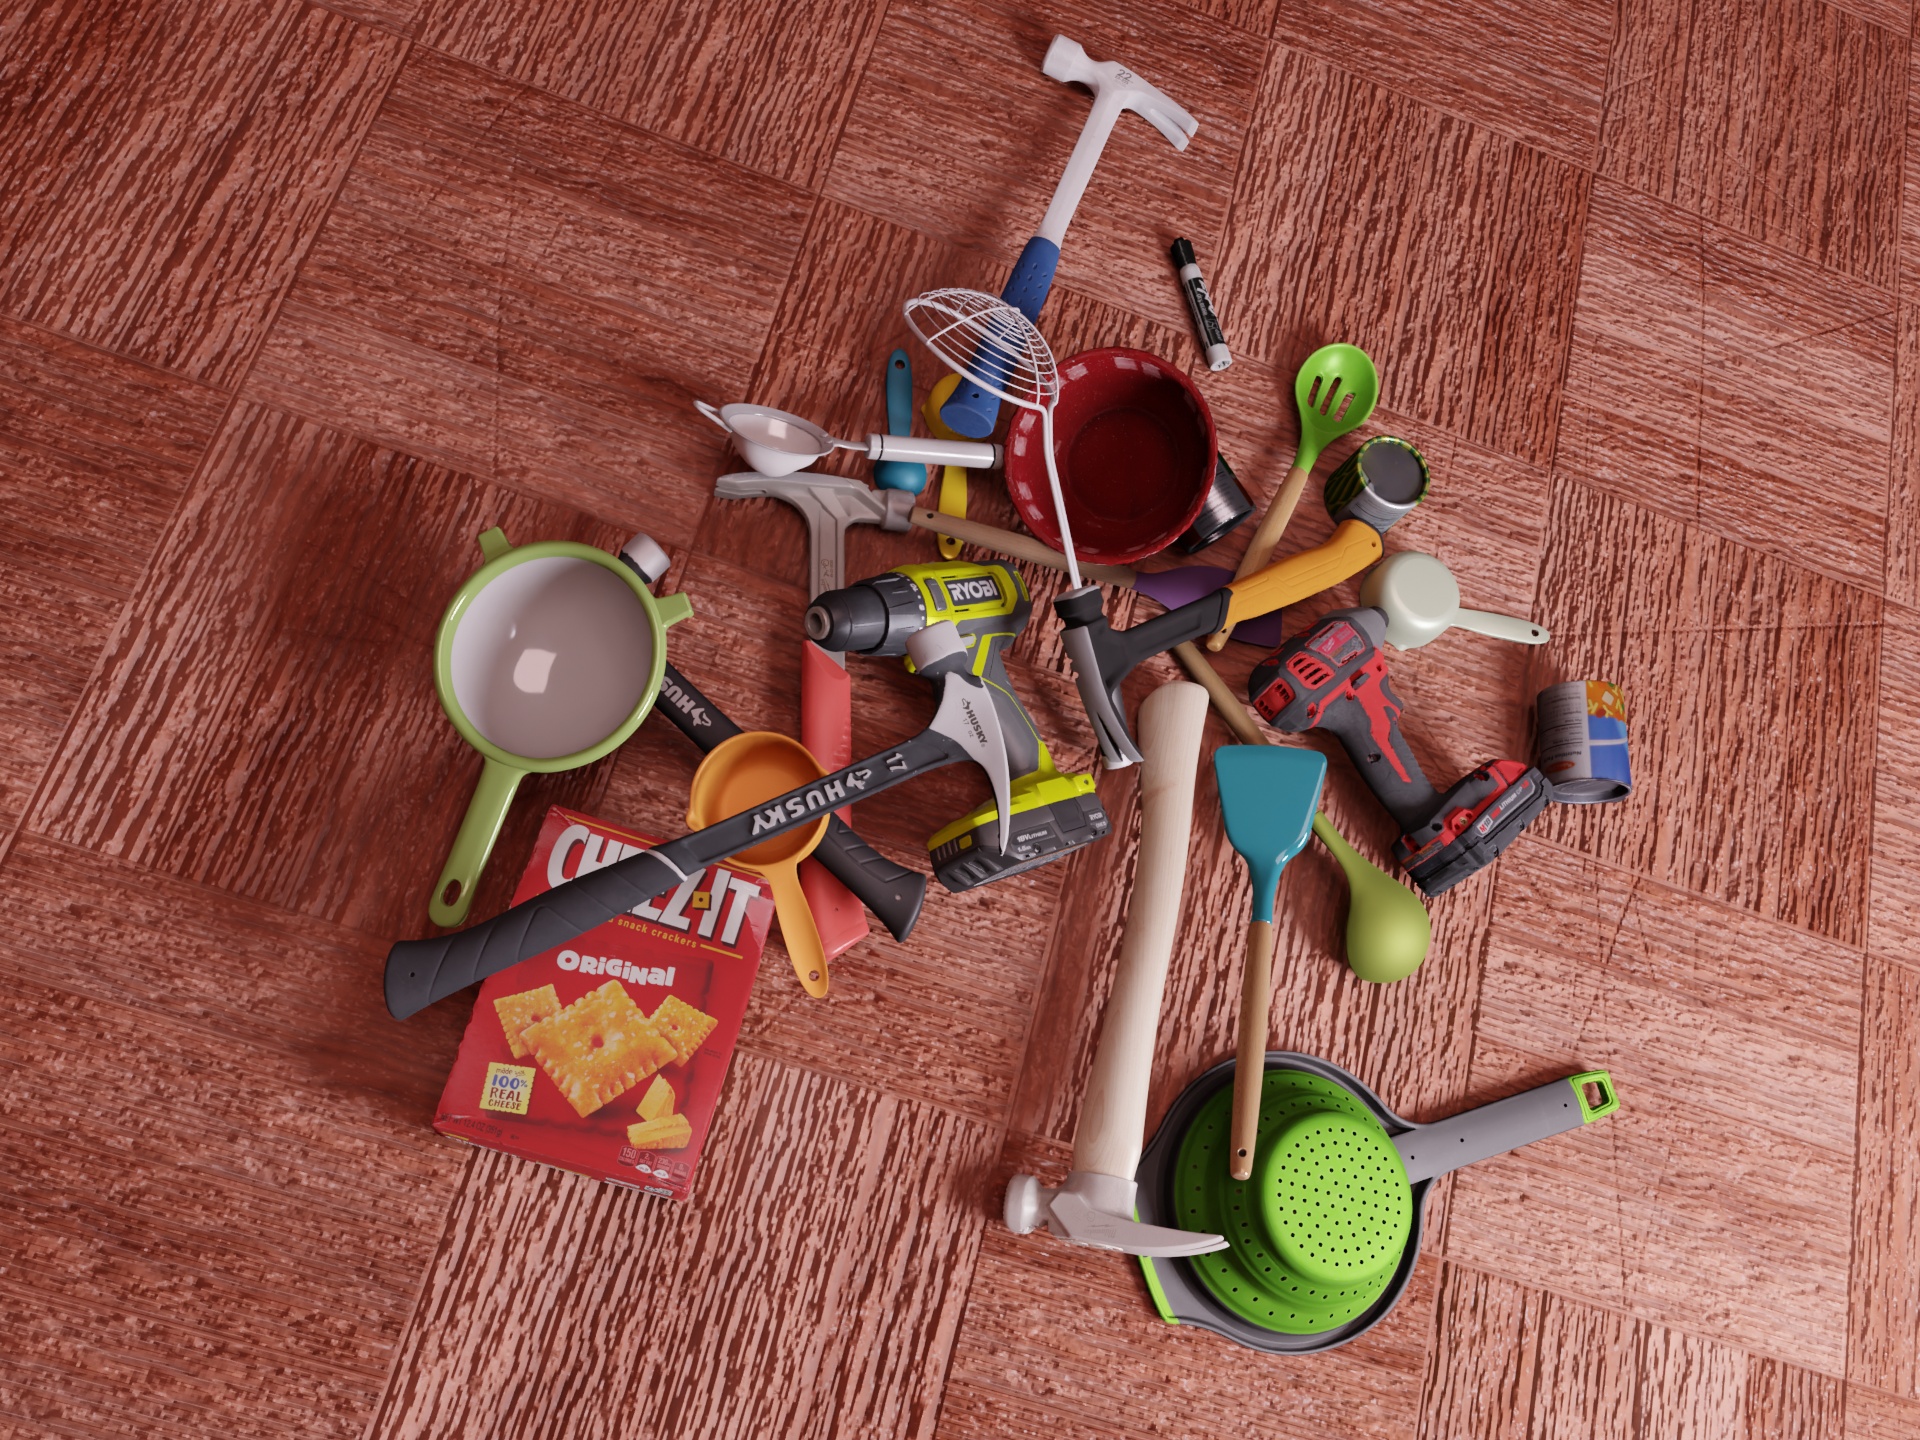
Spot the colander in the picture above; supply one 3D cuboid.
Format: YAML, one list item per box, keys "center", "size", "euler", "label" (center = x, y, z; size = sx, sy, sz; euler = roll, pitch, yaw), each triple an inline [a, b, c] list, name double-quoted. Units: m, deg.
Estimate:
- center: [0.312, 0.307, 1.103]
  size: [0.397, 0.094, 0.205]
  euler: [-13, 76, -17]
  label: "colander"

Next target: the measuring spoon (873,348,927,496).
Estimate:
- center: [-0.045, -0.233, 1.228]
  size: [0.042, 0.021, 0.129]
  euler: [3, 73, -14]
  label: "measuring spoon"

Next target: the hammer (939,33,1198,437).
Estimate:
- center: [0.077, -0.390, 1.287]
  size: [0.144, 0.035, 0.406]
  euler: [25, 63, -6]
  label: "hammer"

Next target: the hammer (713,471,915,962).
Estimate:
- center: [-0.105, -0.009, 1.133]
  size: [0.149, 0.036, 0.359]
  euler: [3, 71, -13]
  label: "hammer"

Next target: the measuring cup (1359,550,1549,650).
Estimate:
- center: [0.408, -0.091, 1.287]
  size: [0.167, 0.038, 0.083]
  euler: [12, 70, -8]
  label: "measuring cup"

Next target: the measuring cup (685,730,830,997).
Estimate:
- center: [-0.114, 0.094, 1.019]
  size: [0.095, 0.052, 0.174]
  euler: [-18, 81, -3]
  label: "measuring cup"

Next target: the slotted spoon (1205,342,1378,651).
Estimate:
- center: [0.261, -0.181, 1.279]
  size: [0.070, 0.031, 0.314]
  euler: [30, 66, -2]
  label: "slotted spoon"

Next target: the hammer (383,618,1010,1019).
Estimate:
- center: [-0.160, 0.085, 0.976]
  size: [0.409, 0.036, 0.149]
  euler: [-24, 80, -4]
  label: "hammer"

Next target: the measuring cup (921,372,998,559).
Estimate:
- center: [-0.001, -0.198, 1.223]
  size: [0.062, 0.029, 0.157]
  euler: [8, 68, -11]
  label: "measuring cup"

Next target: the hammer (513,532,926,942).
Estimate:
- center: [-0.153, 0.028, 1.078]
  size: [0.335, 0.035, 0.146]
  euler: [42, 76, 9]
  label: "hammer"

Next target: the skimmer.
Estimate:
- center: [0.047, -0.137, 1.151]
  size: [0.127, 0.090, 0.363]
  euler: [-30, 108, -62]
  label: "skimmer"

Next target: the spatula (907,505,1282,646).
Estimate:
- center: [0.109, -0.117, 1.219]
  size: [0.315, 0.018, 0.060]
  euler: [14, 65, -17]
  label: "spatula"

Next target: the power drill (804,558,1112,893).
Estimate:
- center: [-0.002, -0.004, 1.106]
  size: [0.190, 0.080, 0.228]
  euler: [-11, 75, -46]
  label: "power drill"

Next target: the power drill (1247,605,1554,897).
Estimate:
- center: [0.335, 0.011, 1.214]
  size: [0.143, 0.078, 0.220]
  euler: [-35, 79, -32]
  label: "power drill"

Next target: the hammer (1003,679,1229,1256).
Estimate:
- center: [0.139, 0.160, 1.113]
  size: [0.146, 0.038, 0.411]
  euler: [3, 64, 20]
  label: "hammer"

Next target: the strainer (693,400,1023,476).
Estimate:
- center: [-0.072, -0.200, 1.173]
  size: [0.258, 0.050, 0.087]
  euler: [1, 32, -21]
  label: "strainer"

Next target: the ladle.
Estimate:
- center: [0.243, 0.057, 1.203]
  size: [0.078, 0.062, 0.320]
  euler: [-25, 72, -36]
  label: "ladle"

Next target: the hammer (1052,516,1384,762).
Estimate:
- center: [0.211, -0.081, 1.194]
  size: [0.337, 0.034, 0.127]
  euler: [-24, 99, -36]
  label: "hammer"

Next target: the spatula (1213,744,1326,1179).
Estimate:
- center: [0.206, 0.161, 1.109]
  size: [0.082, 0.044, 0.318]
  euler: [4, 56, 12]
  label: "spatula"

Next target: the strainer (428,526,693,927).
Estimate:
- center: [-0.277, 0.013, 1.028]
  size: [0.151, 0.069, 0.256]
  euler: [19, 83, 8]
  label: "strainer"
